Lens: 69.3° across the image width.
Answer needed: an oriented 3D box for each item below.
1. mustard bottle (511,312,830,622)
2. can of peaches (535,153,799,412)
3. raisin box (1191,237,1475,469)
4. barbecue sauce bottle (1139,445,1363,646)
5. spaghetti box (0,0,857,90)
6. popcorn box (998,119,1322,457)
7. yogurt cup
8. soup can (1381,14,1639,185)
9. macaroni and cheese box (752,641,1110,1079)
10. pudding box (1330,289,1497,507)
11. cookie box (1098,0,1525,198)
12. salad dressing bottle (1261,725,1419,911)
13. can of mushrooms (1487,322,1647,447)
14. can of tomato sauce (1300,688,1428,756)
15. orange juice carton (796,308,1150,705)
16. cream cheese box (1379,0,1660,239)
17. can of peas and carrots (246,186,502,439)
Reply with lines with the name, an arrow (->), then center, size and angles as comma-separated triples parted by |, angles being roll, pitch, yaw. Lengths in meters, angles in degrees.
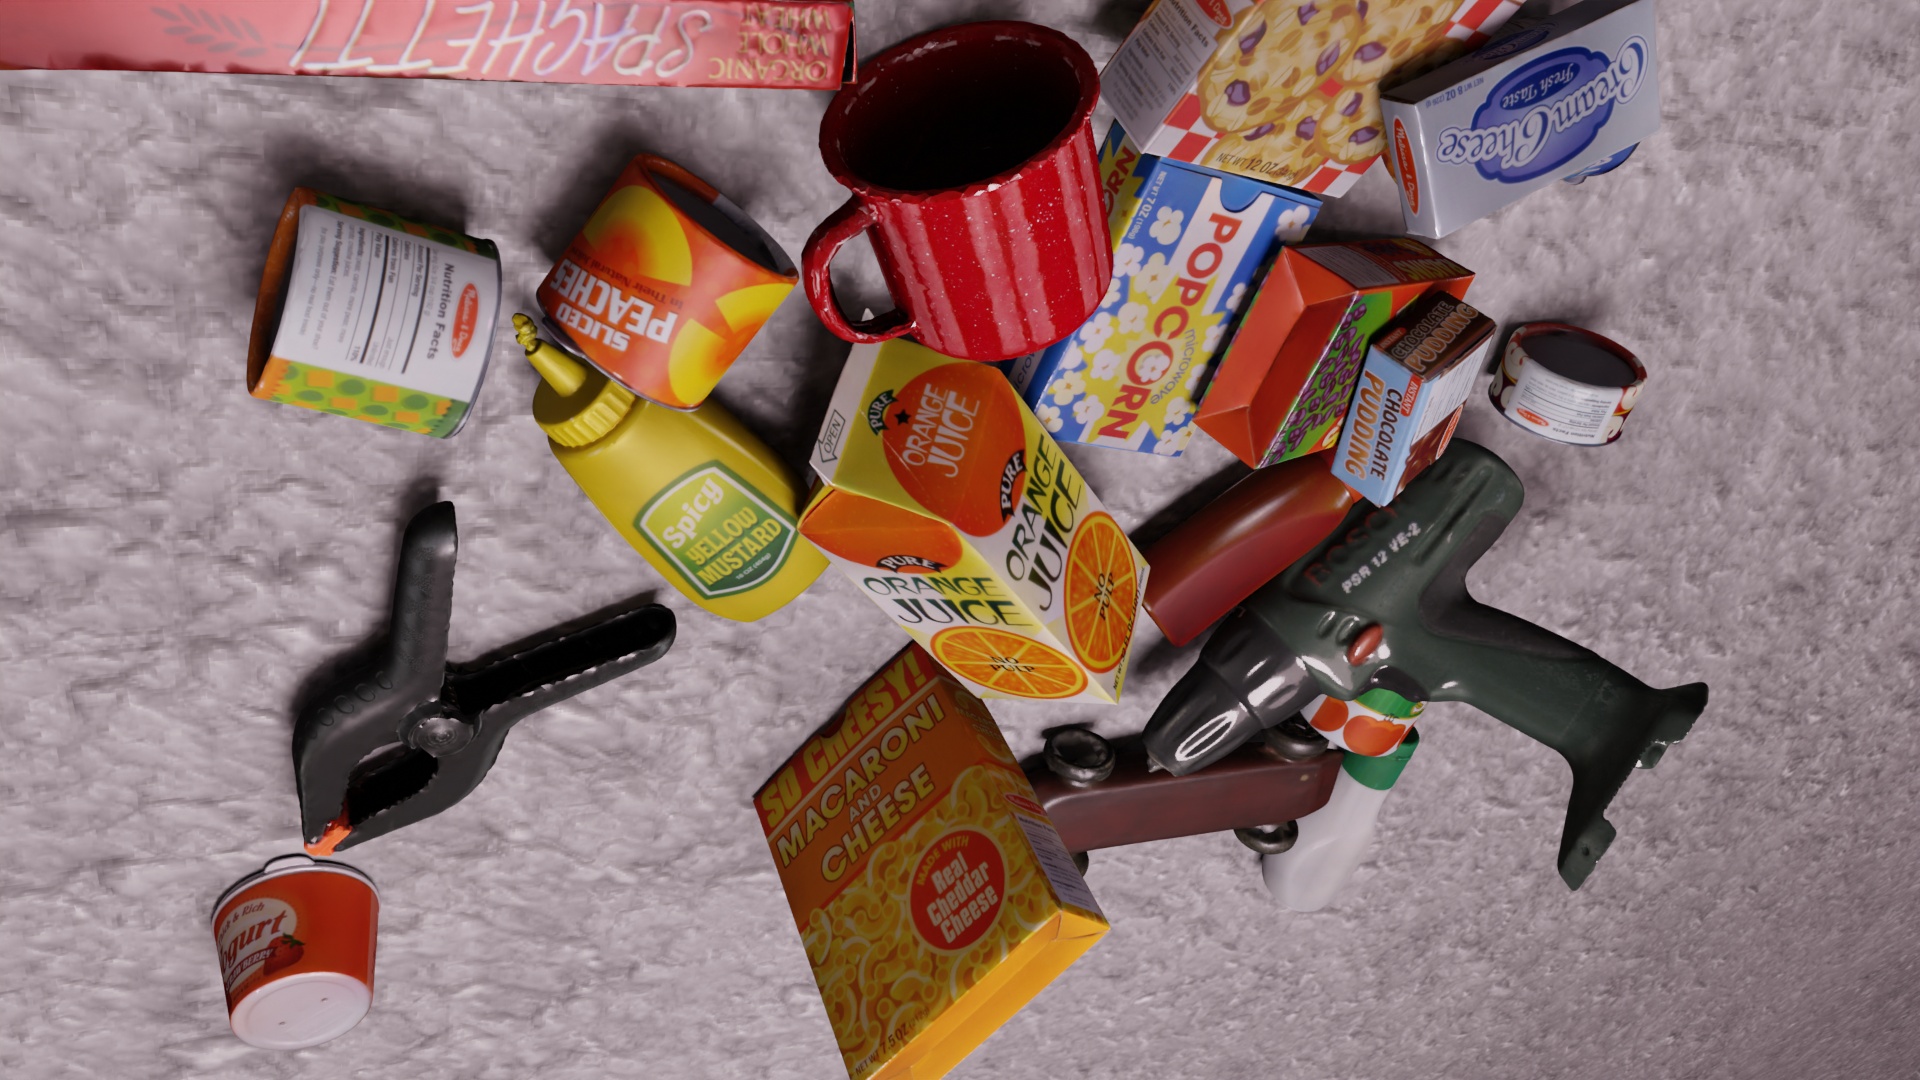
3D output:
mustard bottle -> -0.111, -0.029, 0.515 | 0.065, 0.049, 0.160 | -39, 135, 5
can of peaches -> -0.097, -0.086, 0.459 | 0.071, 0.071, 0.058 | 28, 111, -41
raisin box -> 0.162, -0.083, 0.593 | 0.124, 0.040, 0.085 | -16, 138, -48
barbecue sauce bottle -> 0.150, -0.010, 0.677 | 0.148, 0.044, 0.064 | -37, 149, 5
spaghetti box -> -0.152, -0.151, 0.387 | 0.251, 0.050, 0.028 | -7, 132, -24
popcorn box -> 0.077, -0.097, 0.565 | 0.085, 0.038, 0.126 | 7, 124, -31
yogurt cup -> -0.286, 0.182, 0.601 | 0.072, 0.054, 0.072 | -15, 134, -16
soup can -> 0.220, -0.171, 0.557 | 0.084, 0.071, 0.071 | -13, 133, -17
macaroni and cheese box -> -0.021, 0.143, 0.630 | 0.123, 0.167, 0.040 | -45, 134, 13
pudding box -> 0.190, -0.058, 0.588 | 0.050, 0.030, 0.083 | -38, 151, -23
cookie box -> 0.142, -0.196, 0.467 | 0.123, 0.040, 0.166 | -2, 145, -42
salad dressing bottle -> 0.243, 0.172, 0.887 | 0.064, 0.044, 0.147 | 3, 125, -28
can of mushrooms -> 0.298, -0.079, 0.684 | 0.071, 0.071, 0.033 | -9, 130, -22
can of tomato sauce -> 0.236, 0.070, 0.775 | 0.071, 0.071, 0.082 | 2, 127, -30
orange juice carton -> 0.002, -0.007, 0.560 | 0.073, 0.072, 0.192 | -2, 148, 33
cream cheese box -> 0.204, -0.154, 0.503 | 0.104, 0.024, 0.053 | -27, 120, -10
can of peas and carrots -> -0.183, -0.069, 0.432 | 0.059, 0.071, 0.070 | 13, 121, -35
